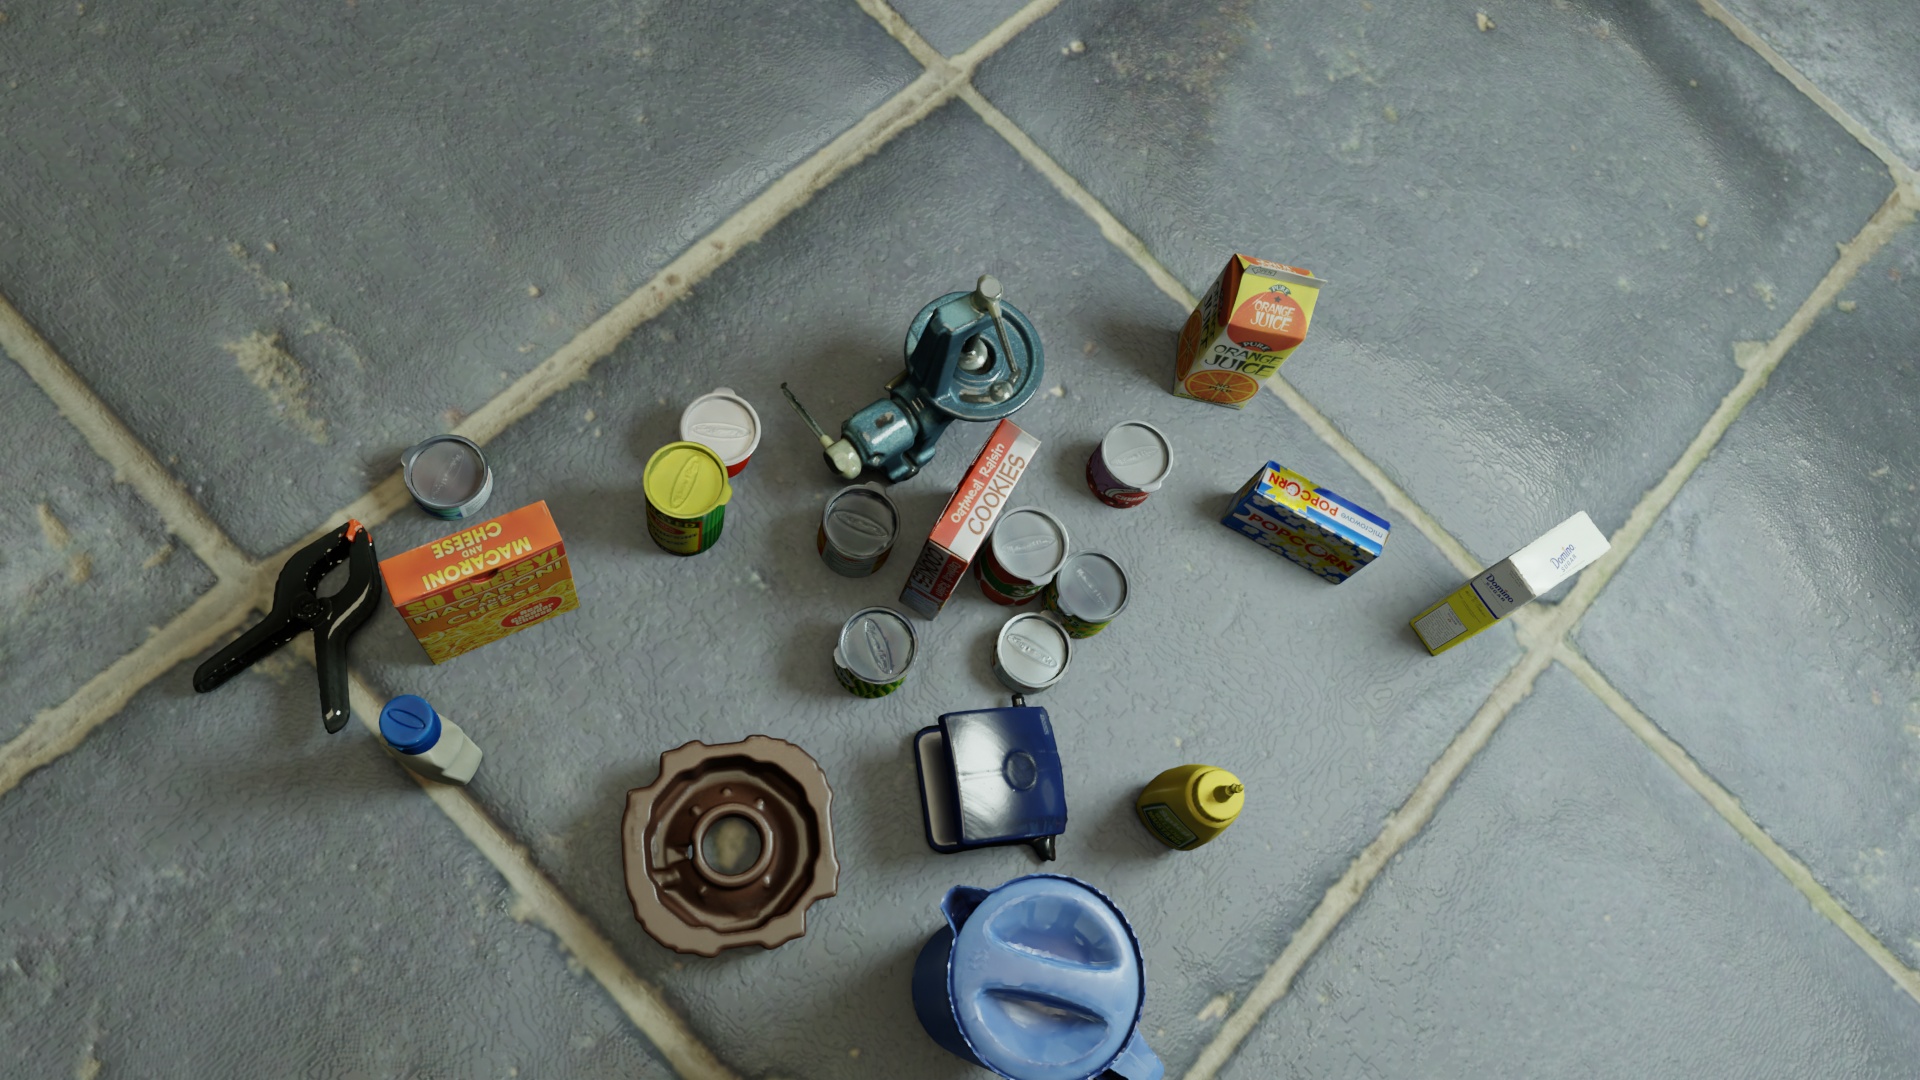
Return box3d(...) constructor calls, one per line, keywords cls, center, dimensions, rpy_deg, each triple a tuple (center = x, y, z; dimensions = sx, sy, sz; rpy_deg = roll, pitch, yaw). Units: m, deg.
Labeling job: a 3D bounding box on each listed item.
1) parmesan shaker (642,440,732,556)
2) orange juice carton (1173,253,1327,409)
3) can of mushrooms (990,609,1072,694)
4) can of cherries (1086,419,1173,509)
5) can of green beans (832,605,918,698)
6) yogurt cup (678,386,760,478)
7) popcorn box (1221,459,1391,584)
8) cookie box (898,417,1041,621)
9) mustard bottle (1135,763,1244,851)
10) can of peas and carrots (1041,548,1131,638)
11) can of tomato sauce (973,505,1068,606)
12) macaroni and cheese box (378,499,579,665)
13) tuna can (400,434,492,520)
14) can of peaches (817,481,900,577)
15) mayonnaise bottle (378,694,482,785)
box3d(cls="parmesan shaker", center=(-0.224, -0.031, 1.146), dimensions=(0.071, 0.102, 0.071), rpy_deg=(4, 70, -10))
box3d(cls="orange juice carton", center=(0.258, -0.194, 1.252), dimensions=(0.072, 0.192, 0.073), rpy_deg=(11, 69, -7))
box3d(cls="can of mushrooms", center=(0.062, 0.095, 1.195), dimensions=(0.071, 0.033, 0.071), rpy_deg=(4, 70, -10))
box3d(cls="can of cherries", center=(0.152, -0.066, 1.257), dimensions=(0.071, 0.058, 0.071), rpy_deg=(4, 70, -10))
box3d(cls="can of green beans", center=(-0.072, 0.094, 1.156), dimensions=(0.071, 0.057, 0.071), rpy_deg=(4, 70, -10))
box3d(cls="yogurt cup", center=(-0.208, -0.087, 1.196), dimensions=(0.072, 0.053, 0.072), rpy_deg=(4, 70, -10))
box3d(cls="popcorn box", center=(0.312, -0.015, 1.257), dimensions=(0.127, 0.085, 0.038), rpy_deg=(28, 68, 0))
box3d(cls="cookie box", center=(0.004, -0.014, 1.151), dimensions=(0.040, 0.166, 0.123), rpy_deg=(31, 68, 0))
box3d(cls="mustard bottle", center=(0.190, 0.209, 1.112), dimensions=(0.065, 0.159, 0.049), rpy_deg=(45, 69, 6))
box3d(cls="can of peas and carrots", center=(0.107, 0.049, 1.207), dimensions=(0.071, 0.058, 0.071), rpy_deg=(4, 70, -10))
box3d(cls="can of tomato sauce", center=(0.052, 0.016, 1.195), dimensions=(0.071, 0.082, 0.071), rpy_deg=(4, 70, -10))
box3d(cls="macaroni and cheese box", center=(-0.361, 0.036, 1.061), dimensions=(0.124, 0.166, 0.040), rpy_deg=(-23, 77, -18))
box3d(cls="tuna can", center=(-0.426, -0.053, 1.152), dimensions=(0.071, 0.032, 0.071), rpy_deg=(4, 70, -10))
box3d(cls="can of peaches", center=(-0.087, -0.009, 1.190), dimensions=(0.071, 0.058, 0.071), rpy_deg=(4, 70, -10))
box3d(cls="mayonnaise bottle", center=(-0.395, 0.147, 1.025), dimensions=(0.065, 0.147, 0.041), rpy_deg=(23, 68, -3))
